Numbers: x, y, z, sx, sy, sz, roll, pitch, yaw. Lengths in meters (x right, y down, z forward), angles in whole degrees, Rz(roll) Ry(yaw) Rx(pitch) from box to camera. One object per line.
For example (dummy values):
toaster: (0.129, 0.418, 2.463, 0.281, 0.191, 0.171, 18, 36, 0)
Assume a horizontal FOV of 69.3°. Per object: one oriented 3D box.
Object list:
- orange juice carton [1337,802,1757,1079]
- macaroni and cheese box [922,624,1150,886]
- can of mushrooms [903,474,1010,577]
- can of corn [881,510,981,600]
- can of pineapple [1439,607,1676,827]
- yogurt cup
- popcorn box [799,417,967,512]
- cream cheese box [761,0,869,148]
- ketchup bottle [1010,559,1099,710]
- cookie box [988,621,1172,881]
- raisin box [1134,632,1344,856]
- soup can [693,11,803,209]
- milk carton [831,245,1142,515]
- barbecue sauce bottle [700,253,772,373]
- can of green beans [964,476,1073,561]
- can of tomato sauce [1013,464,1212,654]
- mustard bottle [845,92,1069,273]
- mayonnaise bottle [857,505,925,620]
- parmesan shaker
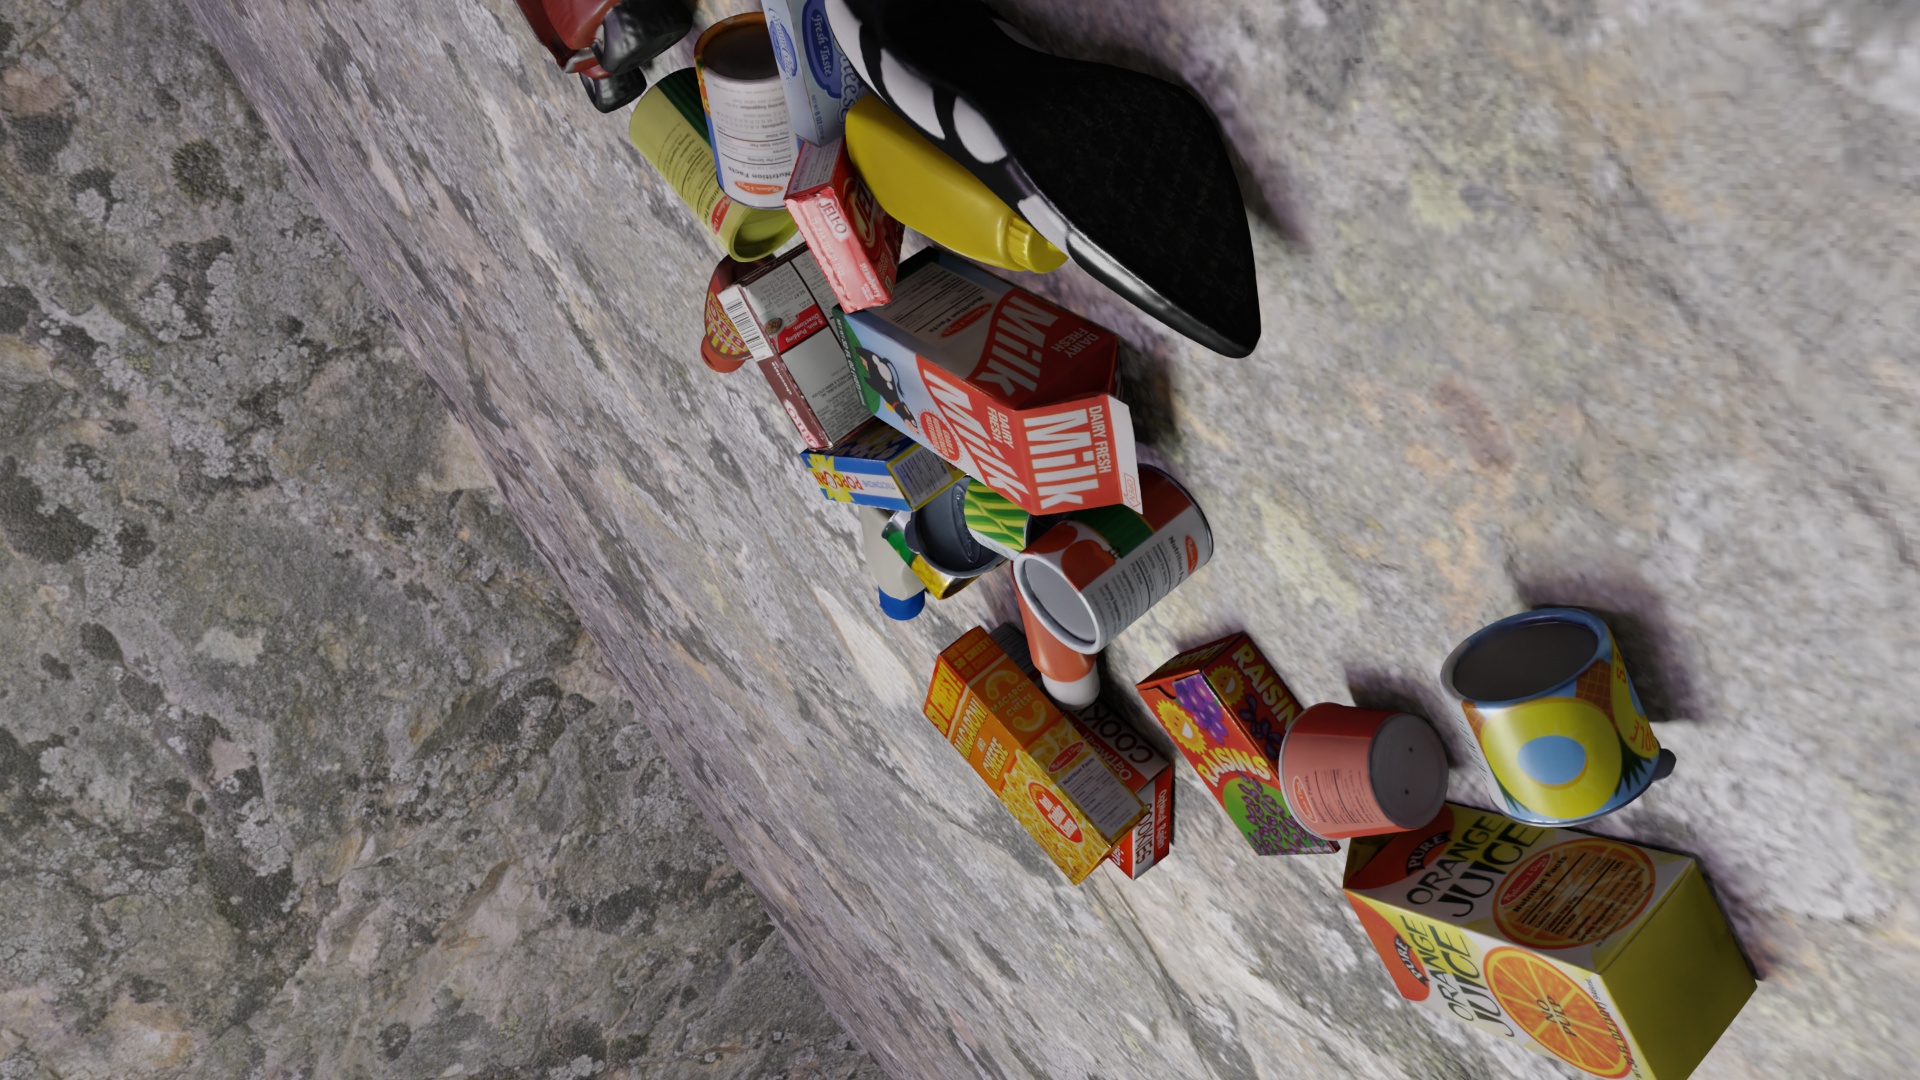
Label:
orange juice carton: (0.251, 0.179, 0.647, 0.071, 0.073, 0.192, 59, 158, -13)
macaroni and cheese box: (0.047, 0.148, 0.949, 0.167, 0.040, 0.123, 48, 158, 15)
can of mushrooms: (0.003, -0.011, 0.852, 0.071, 0.071, 0.033, 50, -165, 9)
can of corn: (-0.008, -0.002, 0.912, 0.058, 0.071, 0.071, 49, 158, 11)
can of pineapple: (0.229, 0.067, 0.536, 0.057, 0.071, 0.071, 60, 157, -17)
yogurt cup: (0.197, 0.111, 0.671, 0.072, 0.073, 0.054, 57, 150, -10)
popcorn box: (-0.034, -0.059, 0.851, 0.126, 0.085, 0.038, 10, 133, 60)
cream cheese box: (-0.065, -0.249, 0.672, 0.024, 0.053, 0.103, 35, 152, 34)
ketchup bottle: (0.062, 0.054, 0.867, 0.148, 0.043, 0.065, 75, -167, -51)
cookie box: (0.080, 0.151, 0.999, 0.168, 0.040, 0.122, 40, 154, 33)
raisin box: (0.162, 0.117, 0.780, 0.123, 0.040, 0.086, 54, 159, 1)
soup can: (-0.107, -0.237, 0.762, 0.071, 0.071, 0.083, 42, 155, 26)
milk carton: (0.023, -0.079, 0.722, 0.191, 0.074, 0.072, 34, 151, 40)
barbecue sauce bottle: (-0.160, -0.160, 1.013, 0.065, 0.044, 0.148, 53, 159, -3)
can of green beans: (0.044, -0.018, 0.780, 0.058, 0.071, 0.071, 28, 147, 48)
can of tomato sauce: (0.078, 0.009, 0.729, 0.071, 0.083, 0.070, 42, 155, 25)
mustard bottle: (0.011, -0.163, 0.653, 0.160, 0.049, 0.065, 38, 159, 32)
mayonnaise bottle: (-0.046, 0.009, 1.041, 0.065, 0.041, 0.147, 45, 158, 24)
parmesan shaker: (-0.144, -0.231, 0.845, 0.103, 0.071, 0.071, 49, 158, 12)
